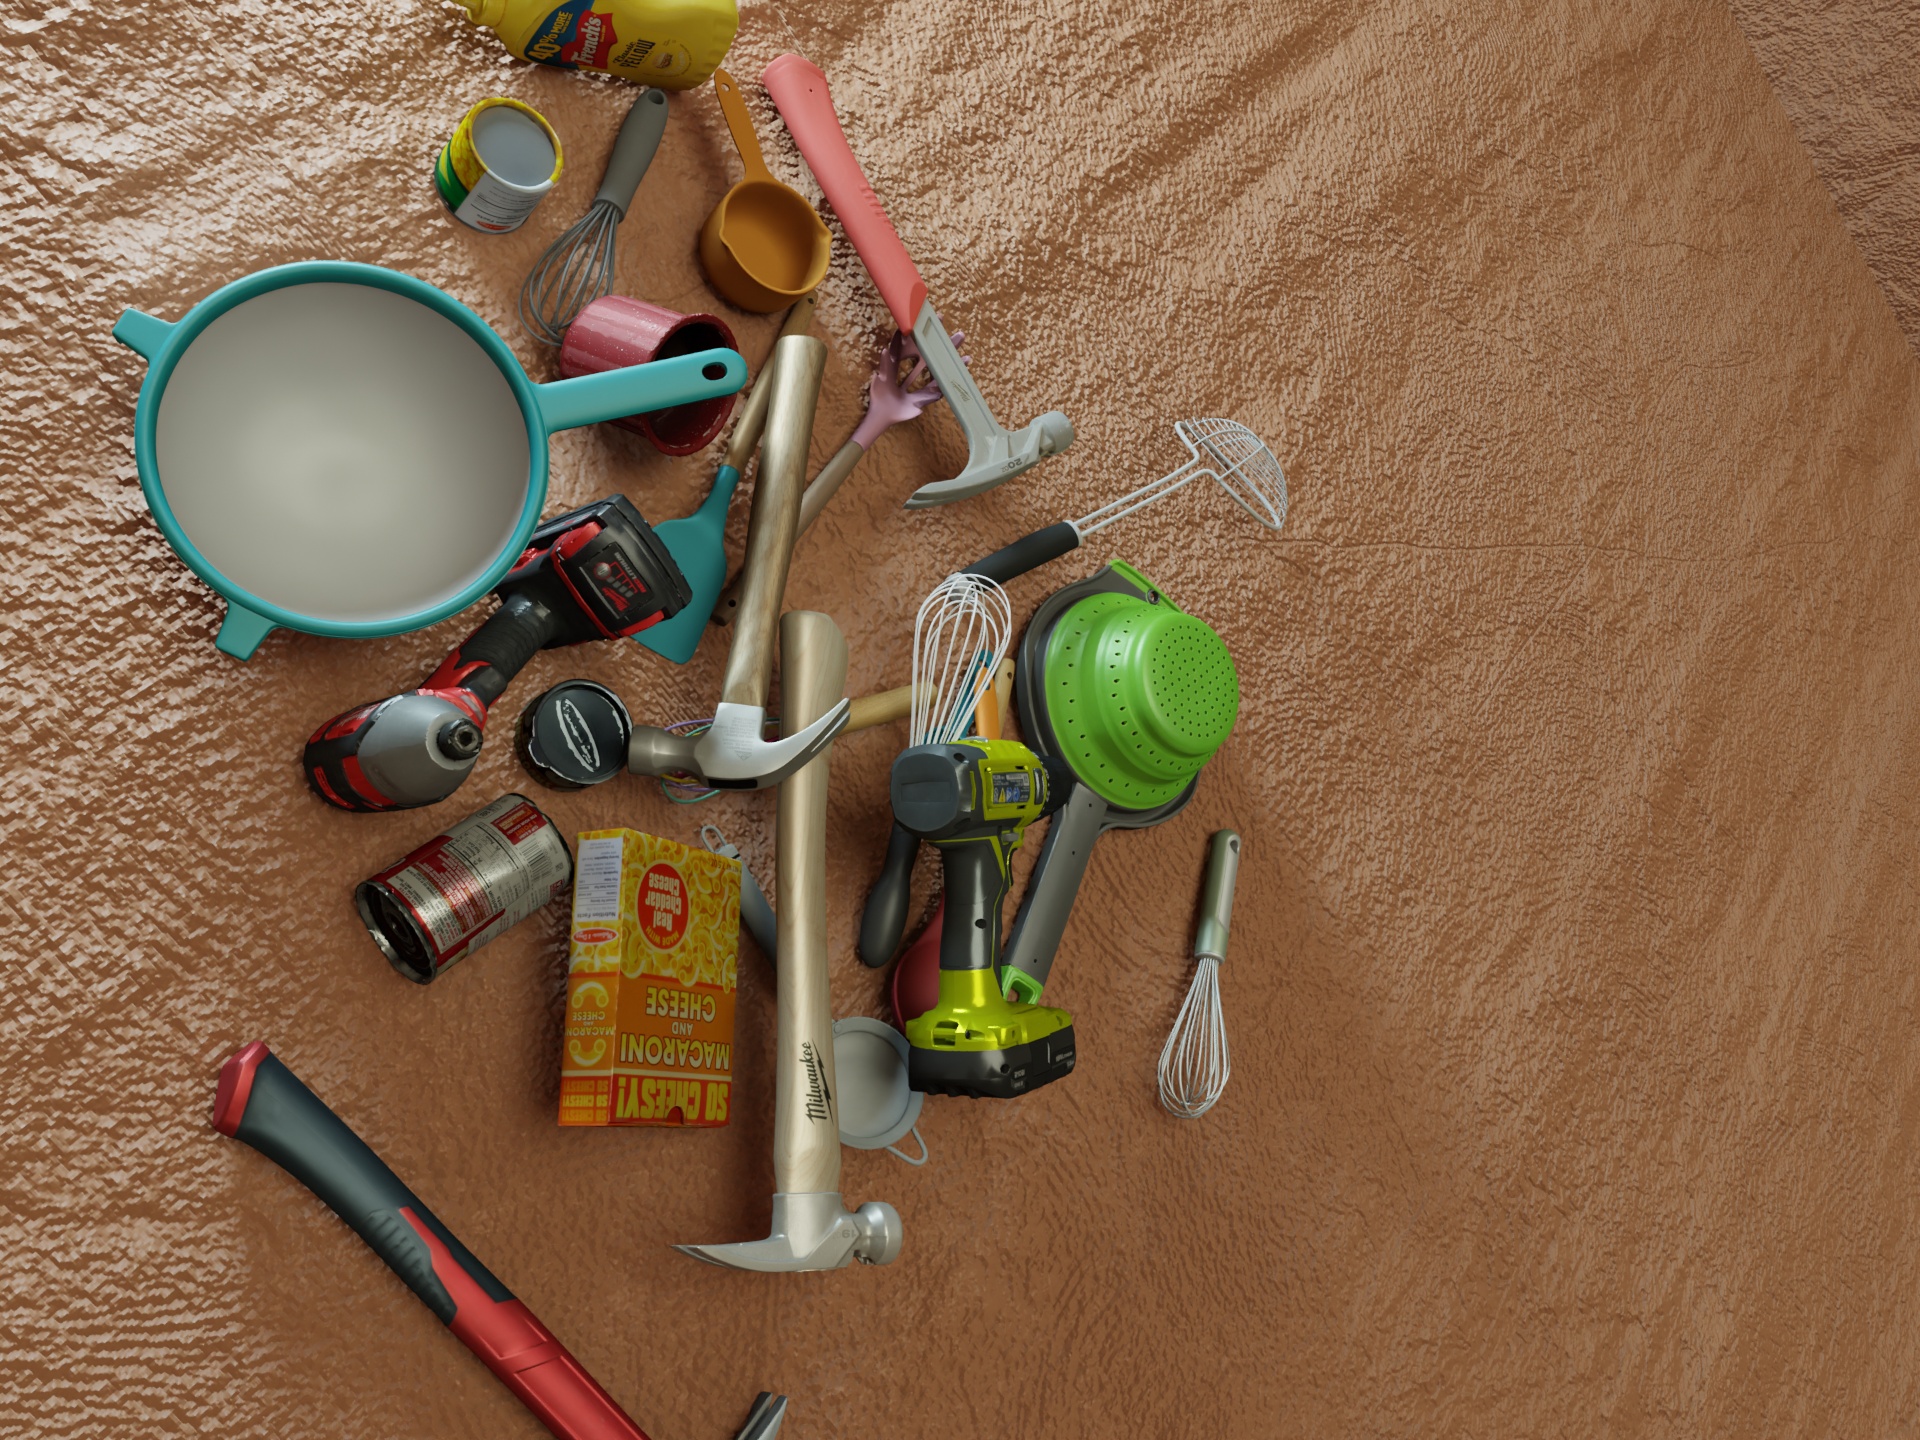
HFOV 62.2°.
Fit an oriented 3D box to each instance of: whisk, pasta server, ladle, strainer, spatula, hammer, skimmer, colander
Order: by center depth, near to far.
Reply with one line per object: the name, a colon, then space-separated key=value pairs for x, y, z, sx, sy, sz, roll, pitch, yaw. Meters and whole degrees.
hammer: x=-0.256 y=0.316 z=0.885 sx=0.386 sy=0.038 sz=0.143 roll=52 pitch=52 yaw=-13
strainer: x=-0.292 y=-0.161 z=0.929 sx=0.340 sy=0.095 sz=0.211 roll=-18 pitch=90 yaw=-25
hammer: x=-0.106 y=0.127 z=0.991 sx=0.146 sy=0.038 sz=0.411 roll=12 pitch=69 yaw=-39
hammer: x=-0.122 y=-0.110 z=1.037 sx=0.130 sy=0.031 sz=0.331 roll=7 pitch=66 yaw=-1
strainer: x=-0.101 y=0.180 z=1.038 sx=0.087 sy=0.050 sz=0.258 roll=-31 pitch=91 yaw=-38
whisk: x=-0.242 y=-0.347 z=1.078 sx=0.055 sy=0.055 sz=0.239 roll=30 pitch=57 yaw=-27
whisk: x=-0.105 y=0.009 z=1.081 sx=0.245 sy=0.047 sz=0.051 roll=-16 pitch=101 yaw=-42
whisk: x=-0.026 y=0.032 z=1.106 sx=0.070 sy=0.070 sz=0.285 roll=20 pitch=80 yaw=-31
spatula: x=-0.159 y=-0.188 z=1.108 sx=0.082 sy=0.044 sz=0.318 roll=35 pitch=54 yaw=-25
ladle: x=0.002 y=0.091 z=1.147 sx=0.069 sy=0.031 sz=0.316 roll=36 pitch=56 yaw=-36
pasta server: x=-0.087 y=-0.183 z=1.150 sx=0.060 sy=0.040 sz=0.316 roll=38 pitch=58 yaw=-7
hammer: x=-0.058 y=-0.331 z=1.179 sx=0.149 sy=0.036 sz=0.359 roll=-26 pitch=85 yaw=-28
colander: x=0.122 y=0.046 z=1.202 sx=0.204 sy=0.094 sz=0.397 roll=37 pitch=59 yaw=-26
whisk: x=0.195 y=0.195 z=1.251 sx=0.057 sy=0.059 sz=0.246 roll=39 pitch=52 yaw=-36
skimmer: x=0.130 y=-0.158 z=1.304 sx=0.363 sy=0.090 sz=0.127 roll=-28 pitch=71 yaw=-27

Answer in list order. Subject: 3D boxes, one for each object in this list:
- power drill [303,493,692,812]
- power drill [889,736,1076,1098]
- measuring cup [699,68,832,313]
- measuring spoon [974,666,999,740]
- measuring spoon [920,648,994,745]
power drill: x=-0.262 y=-0.033 z=0.911 sx=0.078 sy=0.143 sz=0.220 roll=57 pitch=50 yaw=-22
power drill: x=0.026 y=0.125 z=1.068 sx=0.190 sy=0.080 sz=0.228 roll=2 pitch=85 yaw=-61
measuring cup: x=-0.157 y=-0.377 z=1.144 sx=0.095 sy=0.052 sz=0.173 roll=-15 pitch=85 yaw=-38
measuring spoon: x=0.023 y=0.015 z=1.167 sx=0.021 sy=0.011 sz=0.117 roll=8 pitch=68 yaw=-34
measuring spoon: x=-0.002 y=-0.004 z=1.181 sx=0.042 sy=0.021 sz=0.129 roll=37 pitch=49 yaw=-17
